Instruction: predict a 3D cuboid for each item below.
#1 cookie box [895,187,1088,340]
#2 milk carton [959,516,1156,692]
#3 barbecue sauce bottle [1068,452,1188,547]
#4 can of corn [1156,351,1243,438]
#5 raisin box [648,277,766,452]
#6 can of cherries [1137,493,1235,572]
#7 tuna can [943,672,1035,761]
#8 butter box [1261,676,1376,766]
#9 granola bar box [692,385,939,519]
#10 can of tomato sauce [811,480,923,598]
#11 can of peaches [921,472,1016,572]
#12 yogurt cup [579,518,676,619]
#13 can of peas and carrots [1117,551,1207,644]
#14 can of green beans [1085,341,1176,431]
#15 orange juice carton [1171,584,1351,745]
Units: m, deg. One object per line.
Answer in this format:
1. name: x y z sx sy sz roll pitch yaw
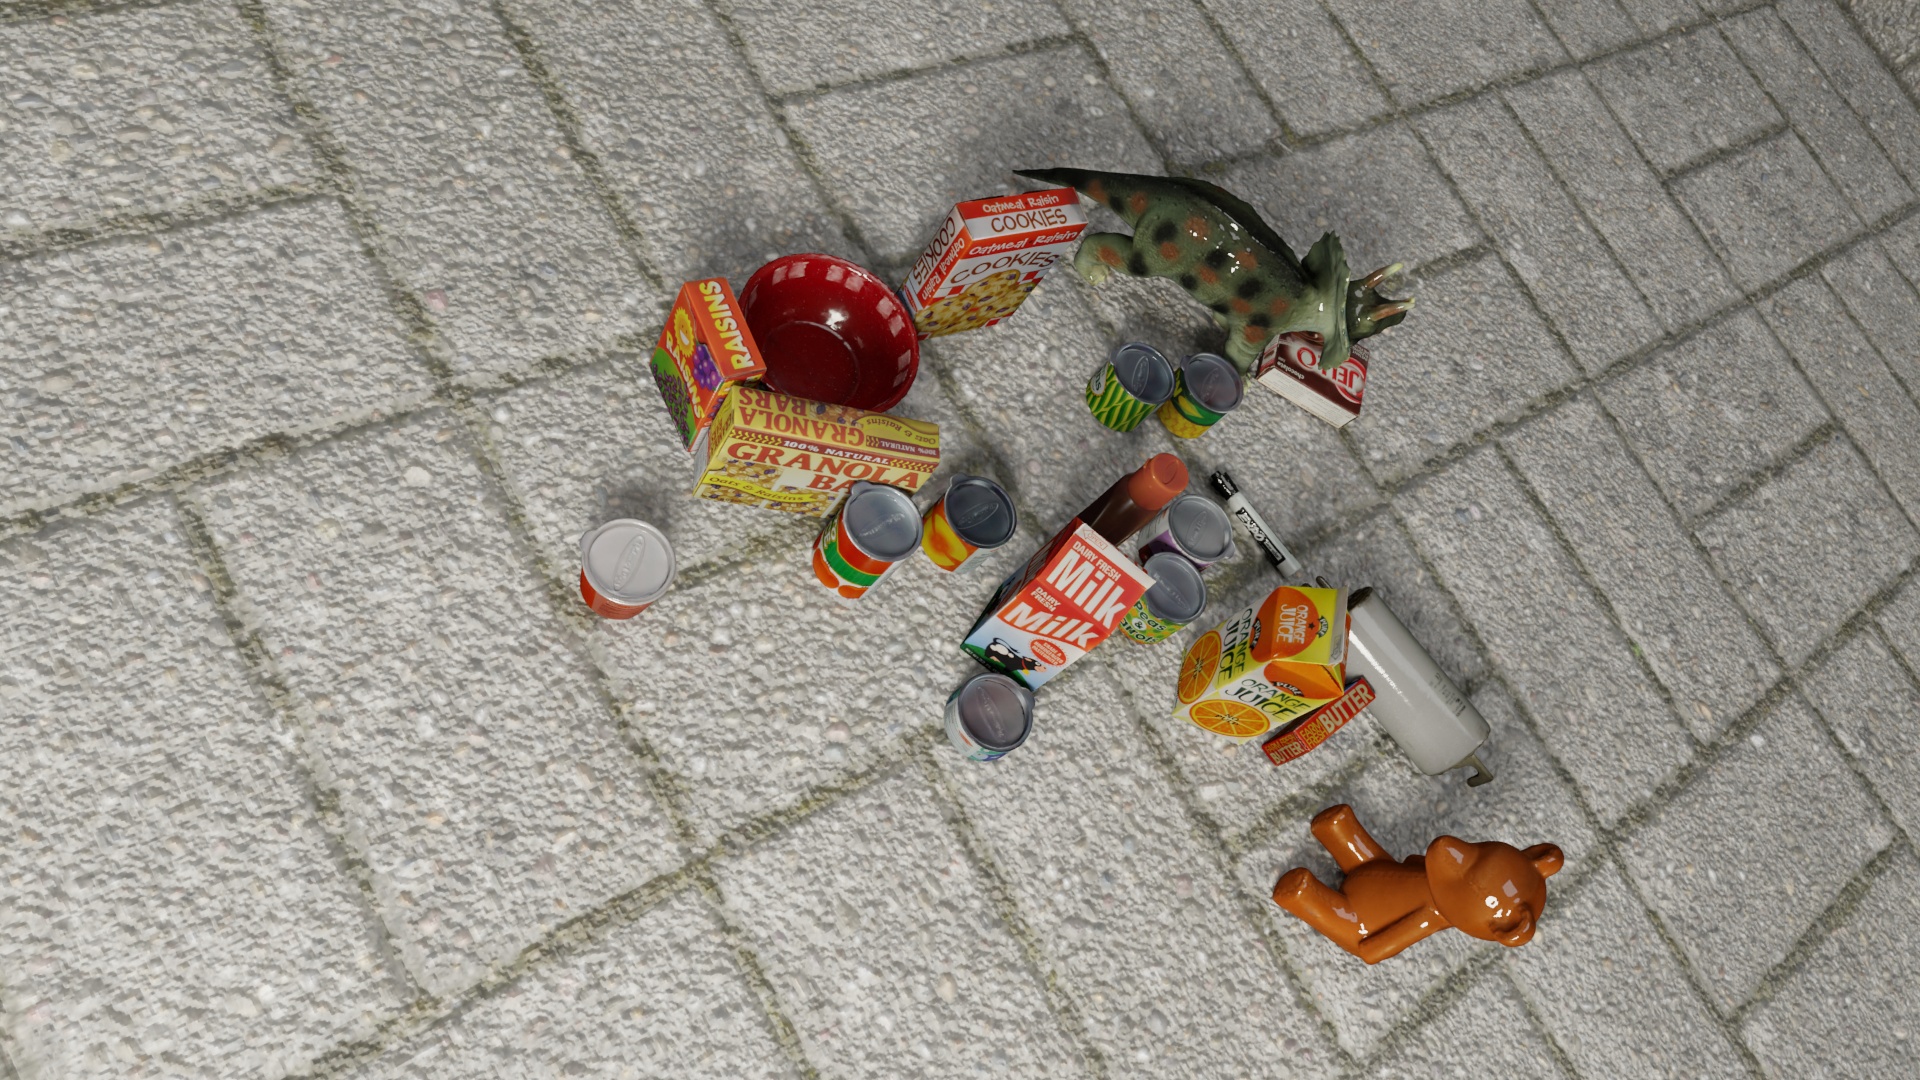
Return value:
1. cookie box: 0.020 -0.240 1.216 0.123 0.166 0.040 -17 75 -31
2. milk carton: 0.079 0.047 1.091 0.072 0.189 0.074 38 56 -5
3. barbecue sauce bottle: 0.139 -0.027 1.181 0.043 0.148 0.065 39 56 -4
4. can of corn: 0.226 -0.140 1.333 0.071 0.058 0.071 11 62 -21
5. raisin box: -0.200 -0.136 1.086 0.040 0.123 0.086 -16 74 -31
6. can of cherries: 0.204 0.002 1.253 0.071 0.058 0.072 11 62 -21
7. tuna can: 0.024 0.141 1.113 0.071 0.032 0.071 11 62 -21
8. butter box: 0.318 0.161 1.234 0.104 0.053 0.024 -29 81 -33
9. granola bar box: -0.115 -0.062 1.090 0.166 0.123 0.039 9 63 -22
10. can of tomato sauce: -0.077 0.001 1.103 0.071 0.082 0.071 11 62 -21
11. can of peaches: 0.004 -0.015 1.165 0.071 0.057 0.071 11 62 -21
12. yogurt cup: -0.249 0.024 1.025 0.072 0.053 0.072 11 62 -21
13. can of peas and carrots: 0.171 0.053 1.212 0.071 0.058 0.071 11 62 -21
14. can of green beans: 0.159 -0.143 1.303 0.071 0.057 0.071 11 62 -21
15. orange juice carton: 0.259 0.100 1.151 0.073 0.191 0.072 25 58 -13
